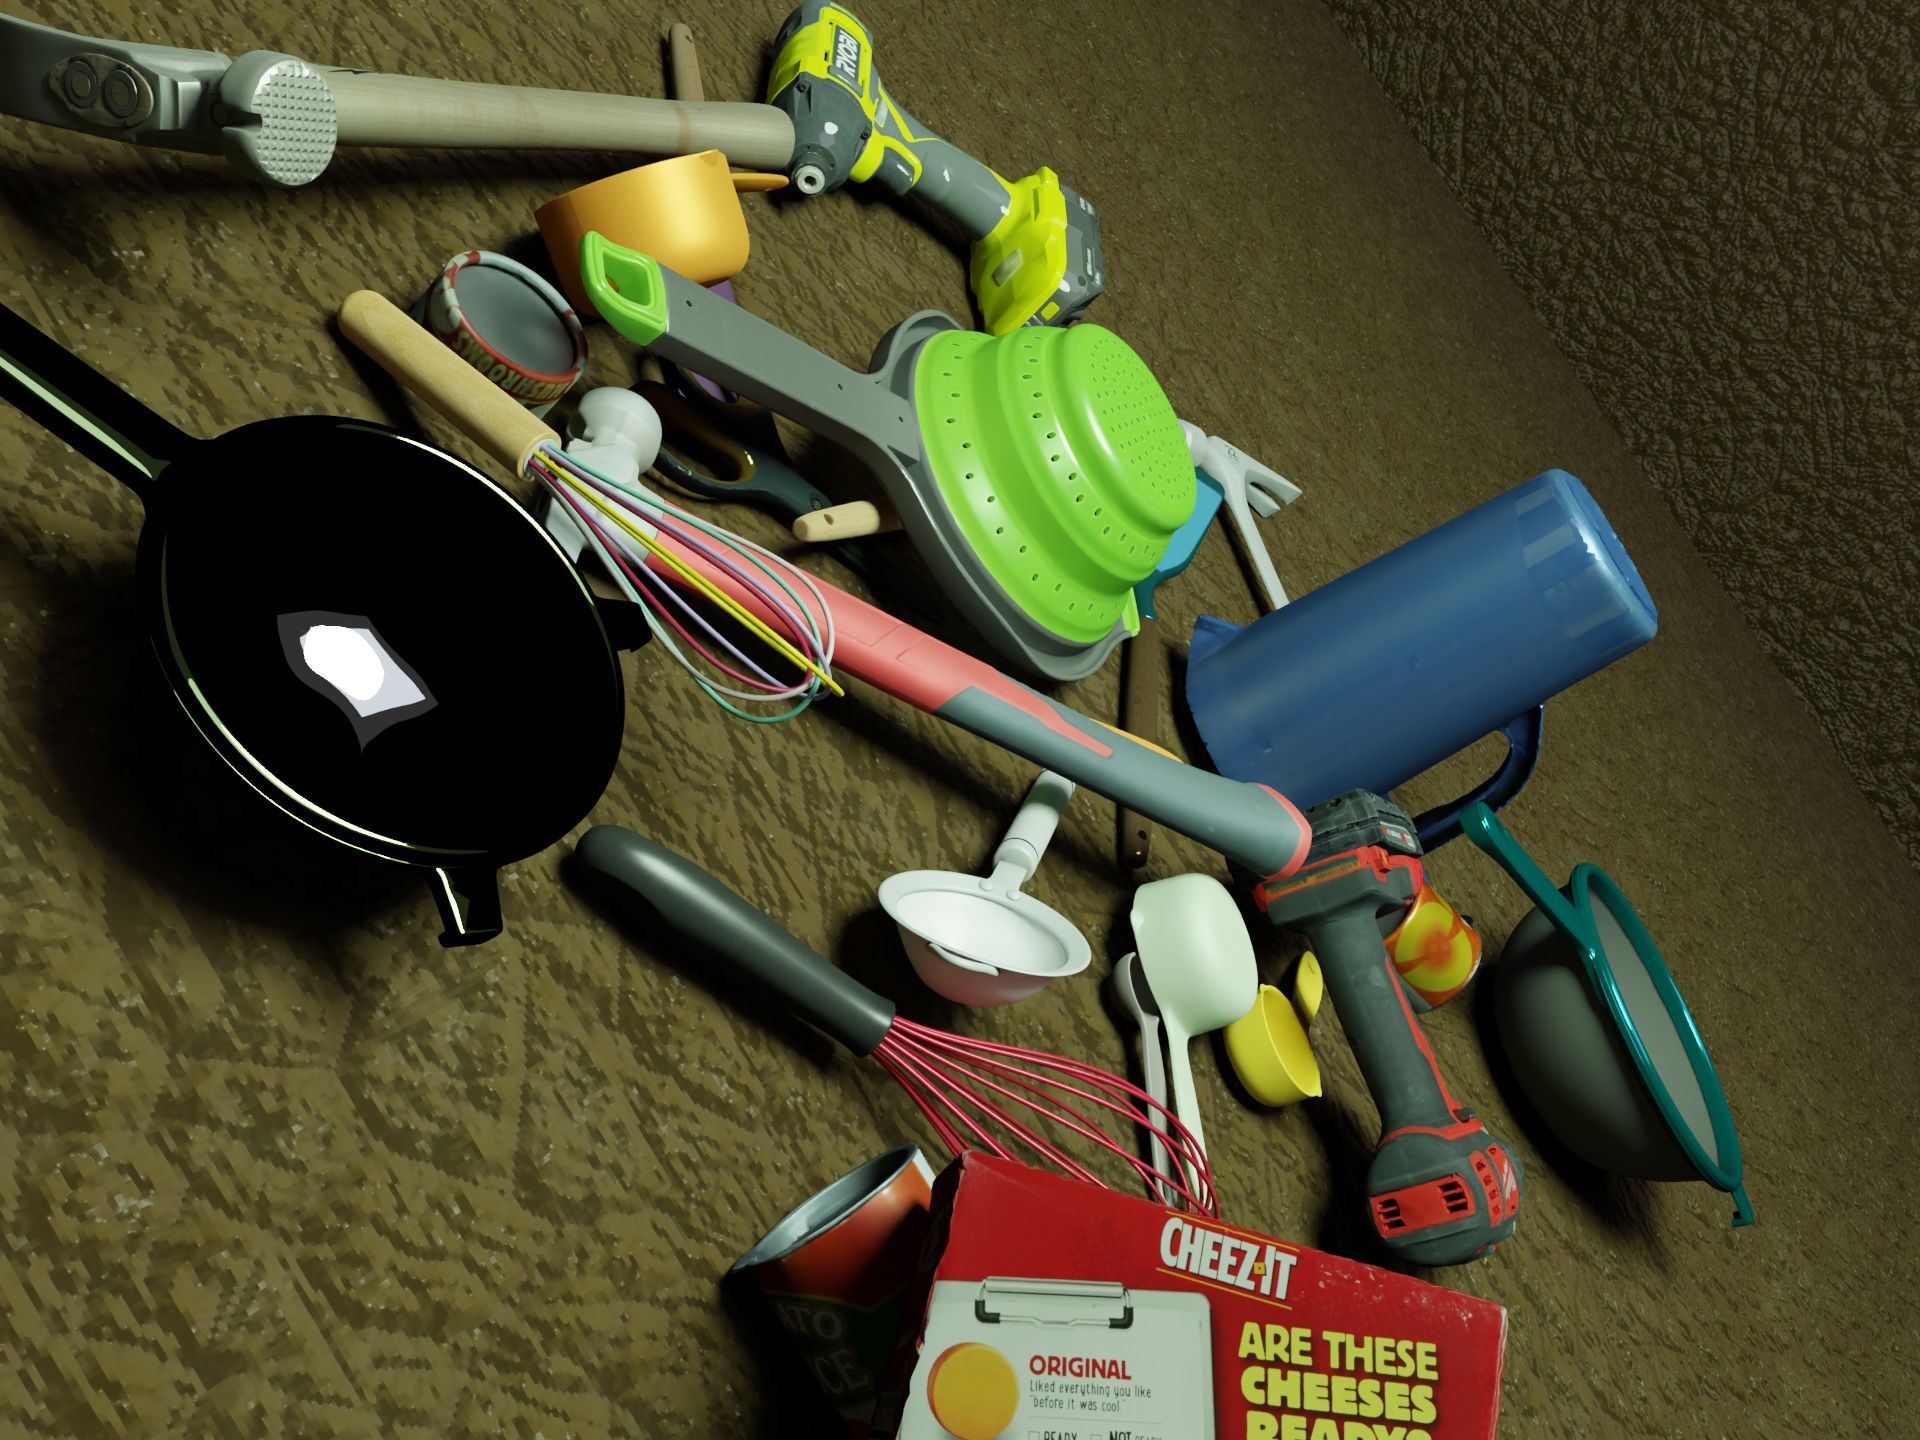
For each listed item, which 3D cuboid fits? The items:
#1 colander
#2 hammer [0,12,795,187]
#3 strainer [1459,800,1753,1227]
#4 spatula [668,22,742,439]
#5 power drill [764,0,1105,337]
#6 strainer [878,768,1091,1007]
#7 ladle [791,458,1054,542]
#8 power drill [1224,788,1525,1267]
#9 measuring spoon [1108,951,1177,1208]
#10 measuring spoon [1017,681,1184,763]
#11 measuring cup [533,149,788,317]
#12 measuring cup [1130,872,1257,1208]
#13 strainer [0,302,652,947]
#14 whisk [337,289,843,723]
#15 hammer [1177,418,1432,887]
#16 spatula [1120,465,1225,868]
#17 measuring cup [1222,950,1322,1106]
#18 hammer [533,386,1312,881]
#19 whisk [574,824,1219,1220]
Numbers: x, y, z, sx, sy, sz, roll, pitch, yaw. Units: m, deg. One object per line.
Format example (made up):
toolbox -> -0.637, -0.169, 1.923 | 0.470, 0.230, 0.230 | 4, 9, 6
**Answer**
colander -> 0.004, -0.146, 0.735 | 0.396, 0.094, 0.205 | 18, 53, -51
hammer -> -0.195, -0.254, 0.665 | 0.146, 0.038, 0.410 | 18, 23, 17
strainer -> 0.359, 0.166, 0.971 | 0.340, 0.095, 0.211 | 43, 32, -31
spatula -> -0.132, -0.255, 0.812 | 0.059, 0.018, 0.316 | 22, 46, -42
power drill -> -0.020, -0.321, 0.966 | 0.223, 0.080, 0.171 | 29, 40, -28
strainer -> 0.023, 0.066, 0.684 | 0.087, 0.050, 0.258 | 20, 22, 7
ladle -> 0.003, -0.117, 0.836 | 0.069, 0.031, 0.315 | 60, 31, 3
power drill -> 0.227, 0.160, 0.818 | 0.187, 0.080, 0.227 | 19, 50, -61
measuring spoon -> 0.081, 0.165, 0.715 | 0.034, 0.018, 0.124 | 40, 39, -50
measuring spoon -> 0.072, 0.006, 0.821 | 0.116, 0.011, 0.021 | 23, 48, -20
measuring cup -> -0.120, -0.224, 0.737 | 0.173, 0.095, 0.052 | -37, 113, -59
measuring cup -> 0.116, 0.143, 0.731 | 0.083, 0.038, 0.168 | 50, 27, -40
strainer -> -0.220, -0.044, 0.464 | 0.256, 0.069, 0.152 | 39, 38, -21
whisk -> -0.136, -0.080, 0.575 | 0.245, 0.051, 0.047 | 38, 24, 13
hammer -> 0.243, -0.022, 1.066 | 0.144, 0.035, 0.406 | 11, 53, -47
spatula -> 0.108, -0.045, 0.907 | 0.082, 0.044, 0.318 | 25, 43, -16
measuring cup -> 0.167, 0.154, 0.830 | 0.062, 0.029, 0.156 | 62, 21, 0
hammer -> -0.001, -0.002, 0.682 | 0.386, 0.038, 0.143 | 26, 43, -23
whisk -> -0.016, 0.123, 0.586 | 0.295, 0.073, 0.073 | 36, 37, -17
